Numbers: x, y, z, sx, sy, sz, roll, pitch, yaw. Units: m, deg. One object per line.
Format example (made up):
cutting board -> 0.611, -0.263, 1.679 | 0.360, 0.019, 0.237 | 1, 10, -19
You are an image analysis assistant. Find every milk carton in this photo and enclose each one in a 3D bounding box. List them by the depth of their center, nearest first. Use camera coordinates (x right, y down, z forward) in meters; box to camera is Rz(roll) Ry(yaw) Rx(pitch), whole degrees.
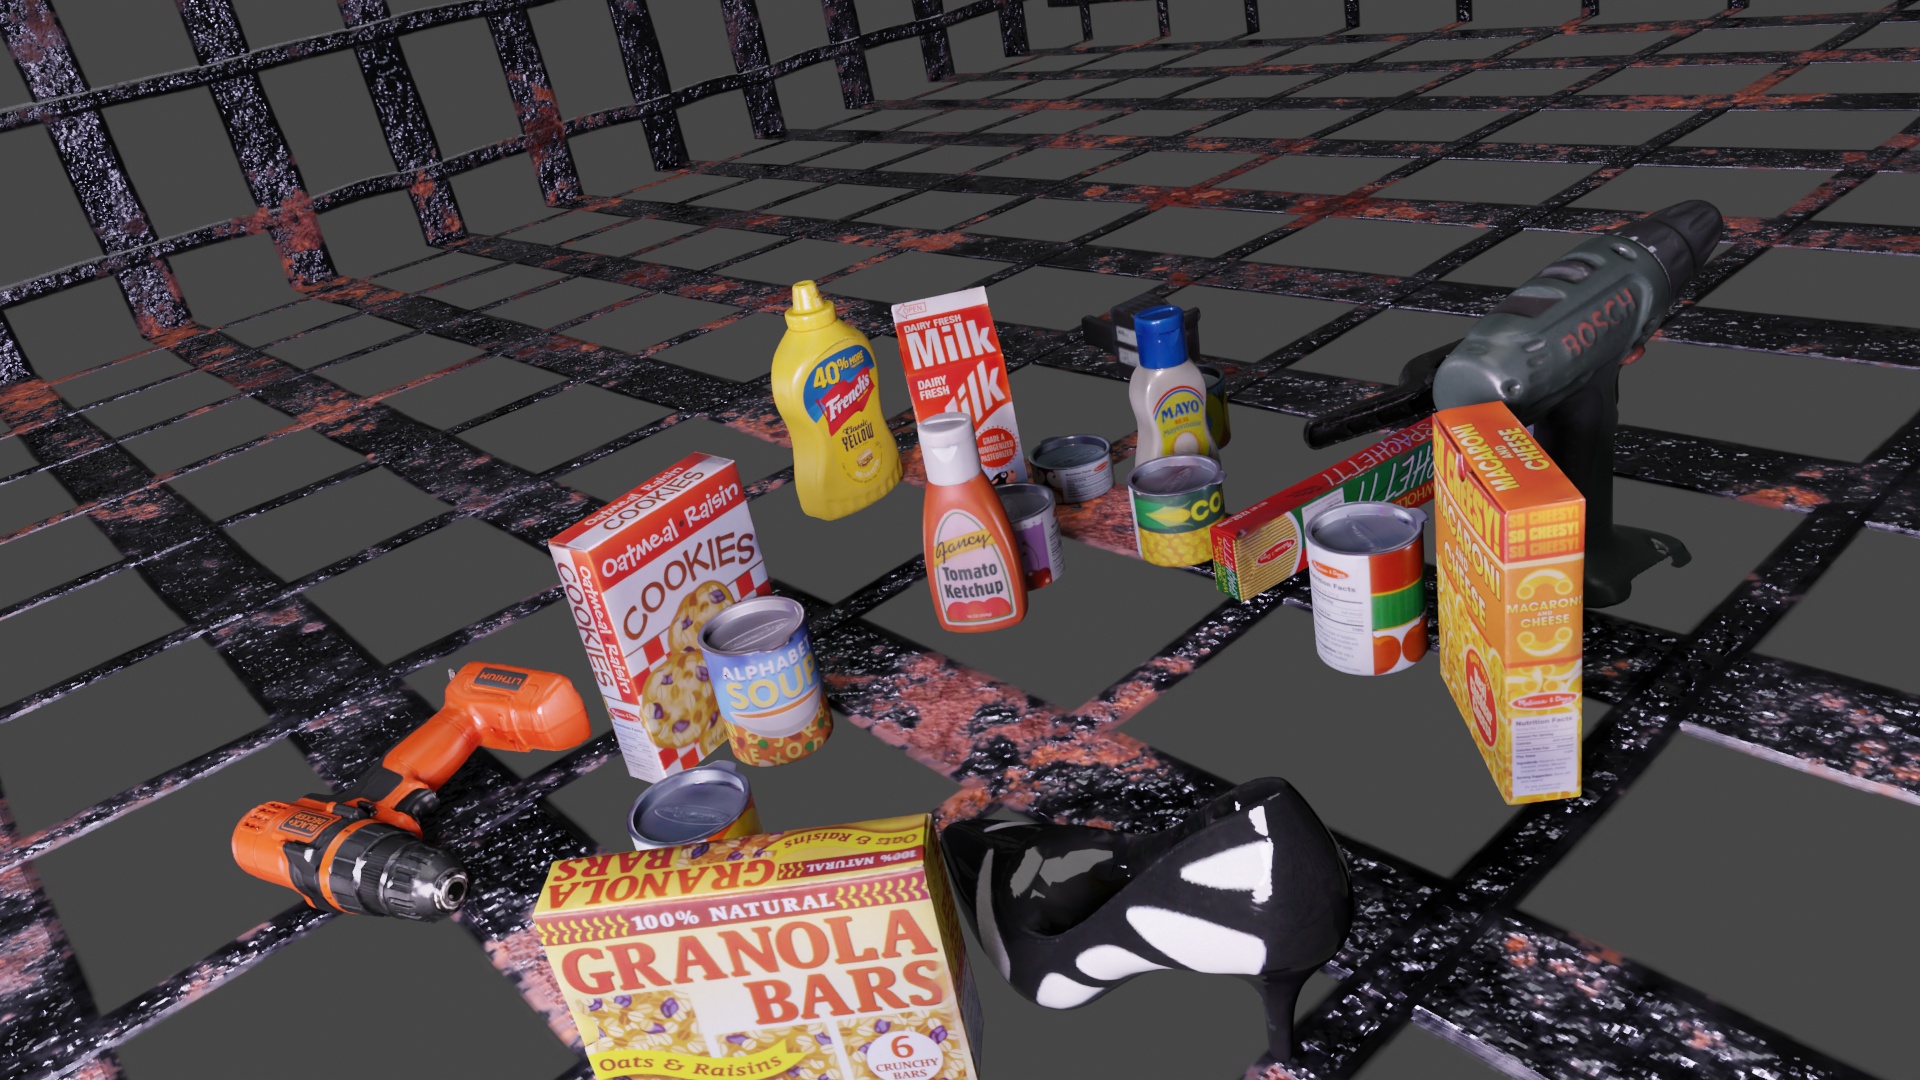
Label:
milk carton -> 0.002, -0.093, 1.040 | 0.072, 0.189, 0.074 | -13, 26, -2

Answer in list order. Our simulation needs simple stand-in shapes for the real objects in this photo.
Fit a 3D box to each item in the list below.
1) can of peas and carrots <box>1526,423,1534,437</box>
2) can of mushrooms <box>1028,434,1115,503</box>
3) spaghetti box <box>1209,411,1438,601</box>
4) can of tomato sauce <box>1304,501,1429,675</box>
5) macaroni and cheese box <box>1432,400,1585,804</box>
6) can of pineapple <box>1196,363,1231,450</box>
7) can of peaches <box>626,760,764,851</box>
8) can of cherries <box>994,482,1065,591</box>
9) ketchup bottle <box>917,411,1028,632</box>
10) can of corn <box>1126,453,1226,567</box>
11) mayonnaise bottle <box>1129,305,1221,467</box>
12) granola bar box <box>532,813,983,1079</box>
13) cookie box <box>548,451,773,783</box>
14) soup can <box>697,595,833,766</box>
can of peas and carrots -> 0.378, -0.039, 0.924 | 0.071, 0.058, 0.071 | -10, 26, 5
can of mushrooms -> 0.089, -0.058, 1.113 | 0.071, 0.033, 0.071 | -10, 26, 5
spaghetti box -> 0.276, -0.031, 0.961 | 0.251, 0.050, 0.029 | -25, 29, -25
can of tomato sauce -> 0.242, 0.027, 0.821 | 0.071, 0.082, 0.071 | -10, 26, 5
macaroni and cheese box -> 0.276, 0.030, 0.707 | 0.040, 0.165, 0.124 | -9, 26, 7
can of pineapple -> 0.189, -0.107, 1.141 | 0.071, 0.057, 0.071 | -10, 26, 5
can of peaches -> -0.135, 0.161, 0.739 | 0.071, 0.057, 0.071 | -10, 26, 5
can of cherries -> 0.036, -0.002, 0.993 | 0.071, 0.058, 0.072 | -10, 26, 5
ketchup bottle -> 0.003, -0.012, 0.925 | 0.065, 0.148, 0.044 | -7, 26, 11
can of corn -> 0.157, -0.021, 0.982 | 0.071, 0.058, 0.071 | -10, 26, 5
mayonnaise bottle -> 0.157, -0.100, 1.039 | 0.065, 0.147, 0.041 | -17, 26, -11
granola bar box -> -0.082, 0.186, 0.593 | 0.165, 0.123, 0.039 | -9, 26, 6
cookie box -> -0.174, 0.047, 0.860 | 0.040, 0.166, 0.123 | 8, 32, 36
soup can -> -0.117, 0.087, 0.850 | 0.071, 0.083, 0.071 | -10, 26, 5
